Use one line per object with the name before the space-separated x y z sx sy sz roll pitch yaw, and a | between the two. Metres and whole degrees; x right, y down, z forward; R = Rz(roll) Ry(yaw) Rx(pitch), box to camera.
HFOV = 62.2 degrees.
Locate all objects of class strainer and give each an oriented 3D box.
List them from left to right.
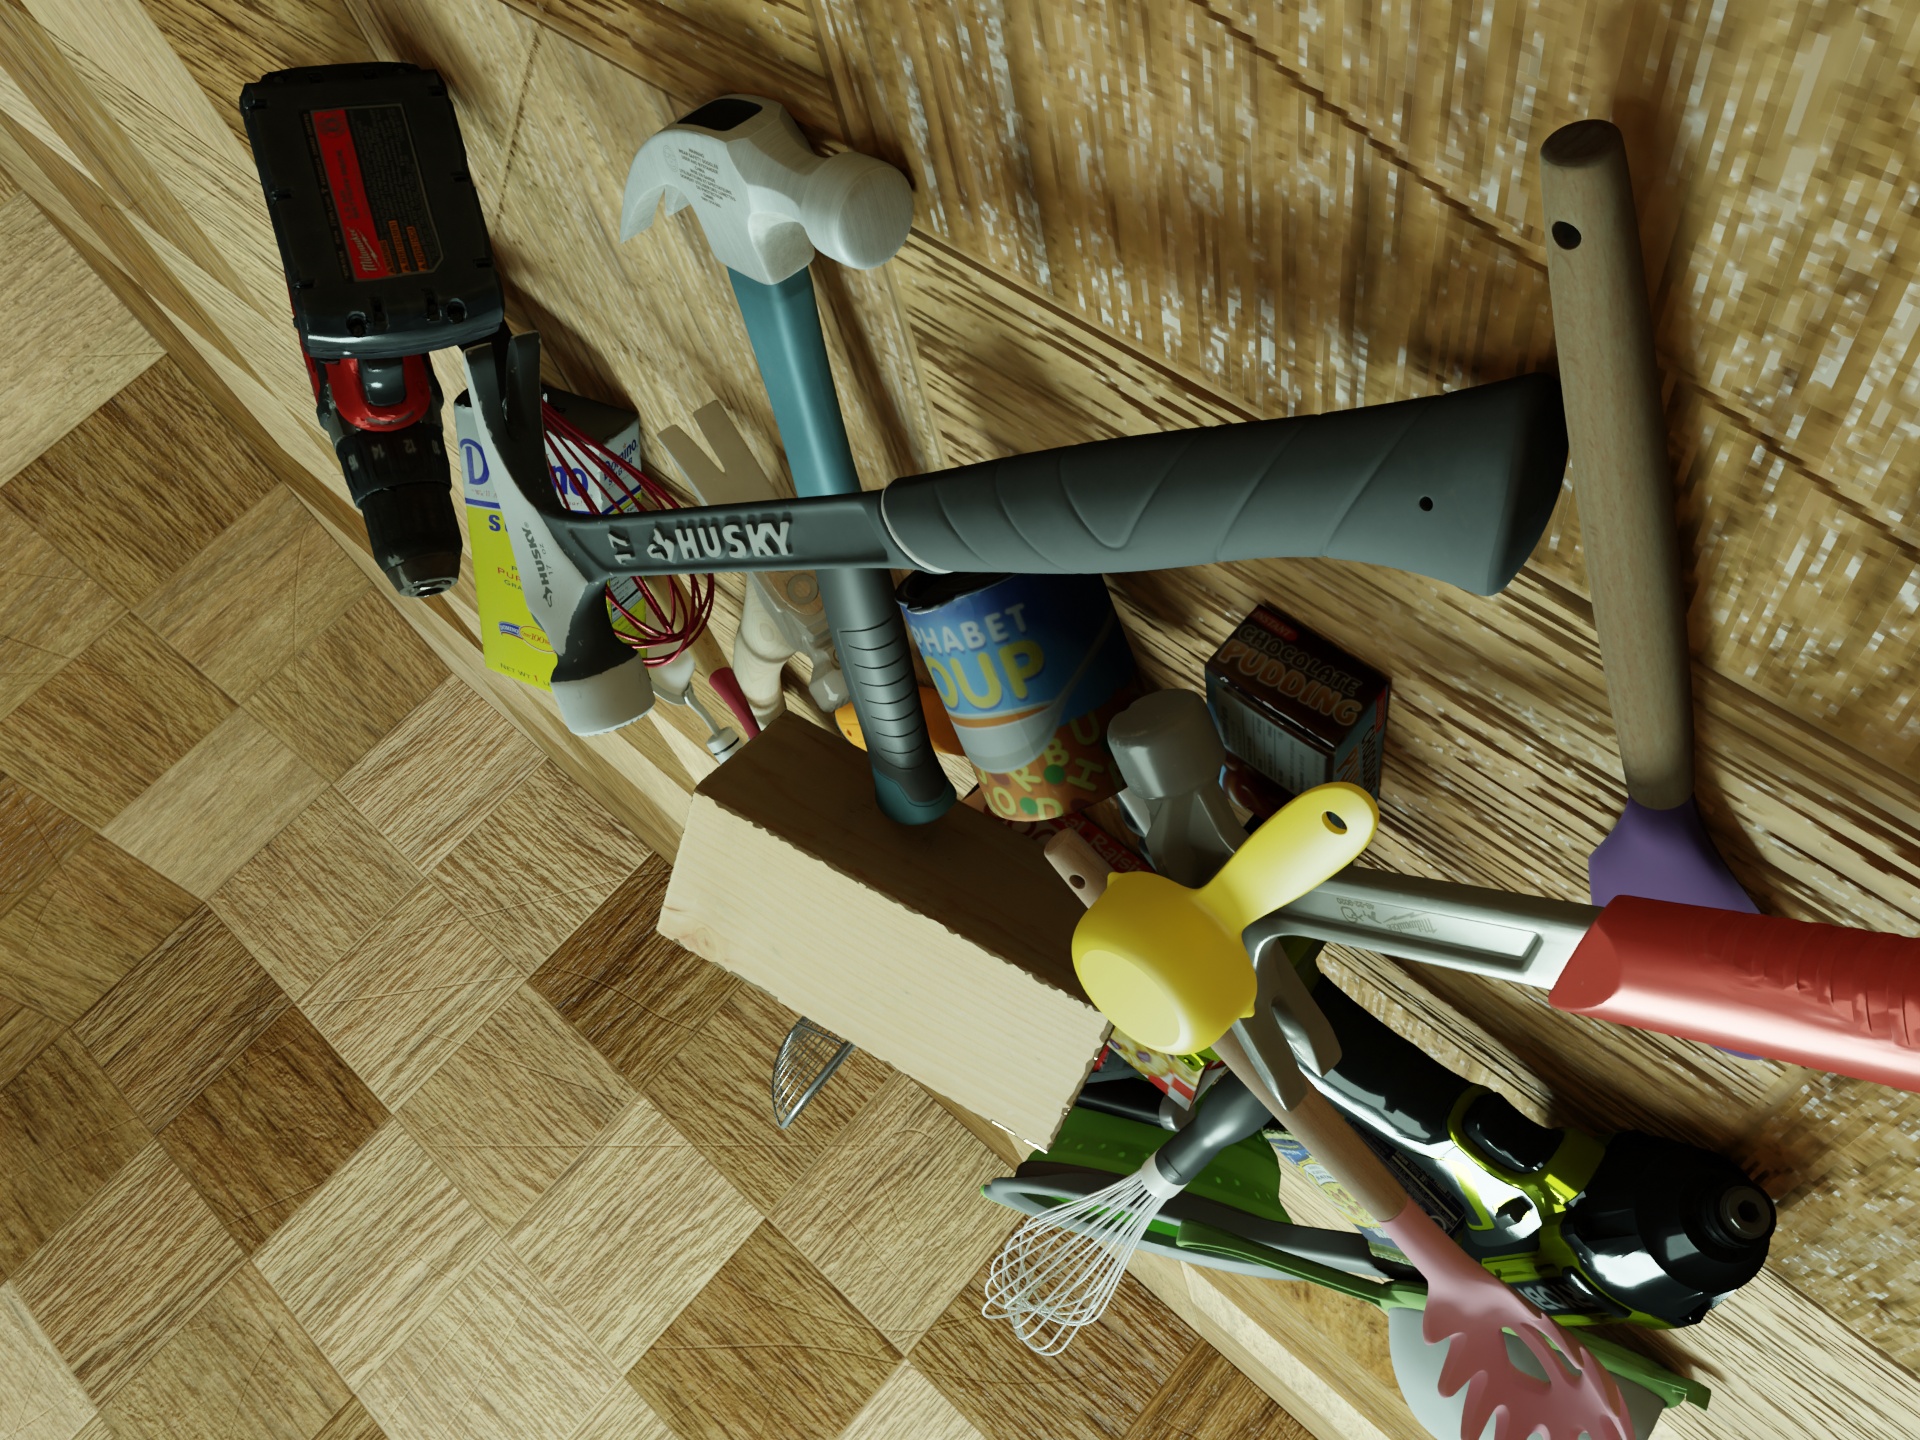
strainer | -0.151 0.004 0.991 0.258 0.050 0.087 58 -168 -17
strainer | 0.228 0.325 0.806 0.256 0.069 0.151 17 158 9

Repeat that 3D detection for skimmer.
skimmer | 0.008 0.236 1.023 0.363 0.127 0.090 2 128 45

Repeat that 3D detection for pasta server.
pasta server | 0.132 0.156 0.551 0.060 0.040 0.316 -32 107 35

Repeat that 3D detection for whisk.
whisk | -0.202 -0.139 0.762 0.296 0.073 0.073 55 171 25
whisk | 0.092 0.255 0.838 0.070 0.070 0.284 41 129 9

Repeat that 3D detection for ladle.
ladle | -0.142 -0.044 0.870 0.316 0.031 0.069 55 165 28

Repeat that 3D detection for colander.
colander | 0.178 0.265 0.929 0.204 0.094 0.397 30 155 -30

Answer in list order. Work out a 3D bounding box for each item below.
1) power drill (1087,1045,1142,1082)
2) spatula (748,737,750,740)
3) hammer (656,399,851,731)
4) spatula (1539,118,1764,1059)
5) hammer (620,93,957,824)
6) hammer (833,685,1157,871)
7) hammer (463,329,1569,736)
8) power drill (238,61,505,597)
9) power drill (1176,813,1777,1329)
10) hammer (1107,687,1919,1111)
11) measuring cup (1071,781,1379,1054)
power drill | 0.017 0.161 0.956 0.143 0.078 0.220 1 -172 -29
spatula | -0.007 0.072 0.950 0.318 0.044 0.082 28 162 42
hammer | -0.115 -0.051 0.886 0.146 0.038 0.410 57 168 0
spatula | 0.160 0.001 0.363 0.060 0.018 0.315 27 159 41
hammer | -0.044 -0.070 0.583 0.128 0.033 0.330 35 153 34
hammer | -0.001 -0.002 0.736 0.127 0.034 0.337 53 165 -15
hammer | -0.024 -0.061 0.459 0.409 0.036 0.149 3 115 46
power drill | -0.262 -0.167 0.724 0.226 0.080 0.188 -26 79 67
power drill | 0.174 0.134 0.589 0.223 0.080 0.171 38 160 10
hammer | 0.177 0.066 0.362 0.359 0.037 0.149 5 127 56
measuring cup | 0.072 0.056 0.446 0.062 0.029 0.156 45 153 8
